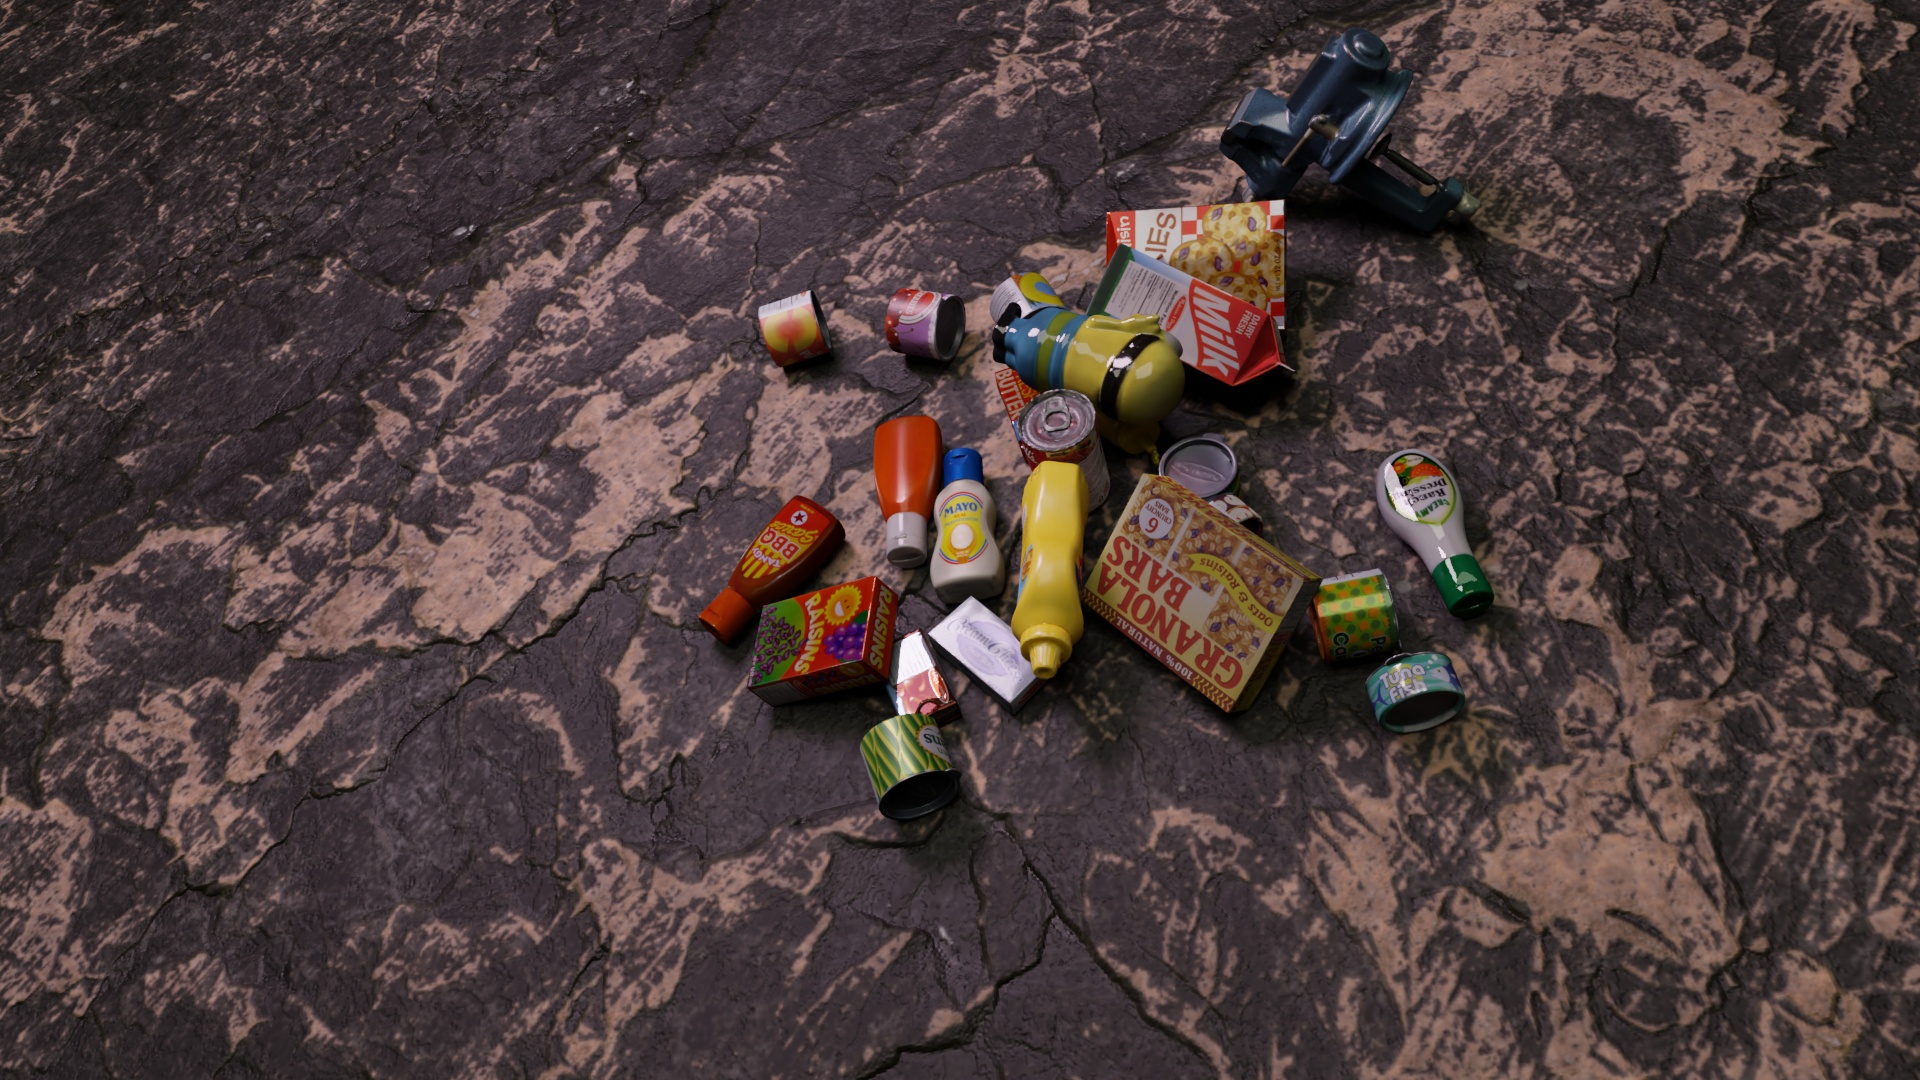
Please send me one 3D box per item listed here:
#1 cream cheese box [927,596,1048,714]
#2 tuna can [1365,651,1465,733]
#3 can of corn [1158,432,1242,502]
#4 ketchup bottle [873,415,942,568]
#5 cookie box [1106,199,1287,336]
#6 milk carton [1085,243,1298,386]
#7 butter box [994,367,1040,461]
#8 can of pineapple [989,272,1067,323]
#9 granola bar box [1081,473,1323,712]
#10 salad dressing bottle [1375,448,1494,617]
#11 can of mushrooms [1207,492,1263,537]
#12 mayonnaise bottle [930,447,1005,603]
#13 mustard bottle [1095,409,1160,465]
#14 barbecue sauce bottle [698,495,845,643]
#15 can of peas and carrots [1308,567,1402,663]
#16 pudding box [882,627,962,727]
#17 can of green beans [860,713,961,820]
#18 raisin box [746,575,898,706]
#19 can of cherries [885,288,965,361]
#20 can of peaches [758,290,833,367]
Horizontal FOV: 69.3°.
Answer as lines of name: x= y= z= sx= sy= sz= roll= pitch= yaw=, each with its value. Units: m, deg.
cream cheese box: x=0.026 y=0.095 z=1.164 sx=0.053 sy=0.024 sz=0.104 roll=-42 pitch=55 yaw=-17
tuna can: x=0.338 y=0.113 z=1.033 sx=0.071 sy=0.070 sz=0.033 roll=-14 pitch=53 yaw=6
can of corn: x=0.209 y=-0.048 z=1.195 sx=0.071 sy=0.058 sz=0.071 roll=-8 pitch=53 yaw=11
ketchup bottle: x=-0.049 y=-0.046 z=1.276 sx=0.065 sy=0.043 sz=0.149 roll=-10 pitch=53 yaw=13
cookie box: x=0.223 y=-0.253 z=1.316 sx=0.167 sy=0.040 sz=0.123 roll=0 pitch=88 yaw=16
milk carton: x=0.218 y=-0.194 z=1.258 sx=0.191 sy=0.072 sz=0.073 roll=29 pitch=102 yaw=13
butter box: x=0.070 y=-0.125 z=1.312 sx=0.053 sy=0.024 sz=0.104 roll=-19 pitch=52 yaw=1
can of pineapple: x=0.070 y=-0.219 z=1.356 sx=0.071 sy=0.070 sz=0.058 roll=-25 pitch=52 yaw=-3
granola bar box: x=0.188 y=0.040 z=1.108 sx=0.166 sy=0.039 sz=0.123 roll=38 pitch=112 yaw=34
salad dressing bottle: x=0.385 y=-0.007 z=1.124 sx=0.064 sy=0.043 sz=0.148 roll=-17 pitch=52 yaw=5
can of mushrooms: x=0.219 y=-0.004 z=1.157 sx=0.071 sy=0.070 sz=0.033 roll=-37 pitch=56 yaw=-12
mayonnaise bottle: x=0.004 y=-0.016 z=1.240 sx=0.065 sy=0.041 sz=0.149 roll=-11 pitch=53 yaw=11
mustard bottle: x=0.143 y=-0.126 z=1.276 sx=0.065 sy=0.048 sz=0.161 roll=-28 pitch=52 yaw=-6
barbecue sauce bottle: x=-0.173 y=0.028 z=1.258 sx=0.065 sy=0.043 sz=0.149 roll=30 pitch=68 yaw=30
can of peas and carrots: x=0.306 y=0.061 z=1.084 sx=0.059 sy=0.070 sz=0.071 roll=-12 pitch=53 yaw=9
pudding box: x=-0.038 y=0.120 z=1.161 sx=0.050 sy=0.030 sz=0.084 roll=-25 pitch=52 yaw=-4
can of green beans: x=-0.040 y=0.178 z=1.096 sx=0.071 sy=0.071 sz=0.058 roll=-23 pitch=52 yaw=-1
raisin box: x=-0.116 y=0.087 z=1.180 sx=0.123 sy=0.040 sz=0.086 roll=-16 pitch=48 yaw=29
can of cherries: x=-0.035 y=-0.217 z=1.379 sx=0.058 sy=0.071 sz=0.072 roll=13 pitch=60 yaw=24
can of peaches: x=-0.168 y=-0.214 z=1.420 sx=0.058 sy=0.071 sz=0.071 roll=-17 pitch=52 yaw=4
